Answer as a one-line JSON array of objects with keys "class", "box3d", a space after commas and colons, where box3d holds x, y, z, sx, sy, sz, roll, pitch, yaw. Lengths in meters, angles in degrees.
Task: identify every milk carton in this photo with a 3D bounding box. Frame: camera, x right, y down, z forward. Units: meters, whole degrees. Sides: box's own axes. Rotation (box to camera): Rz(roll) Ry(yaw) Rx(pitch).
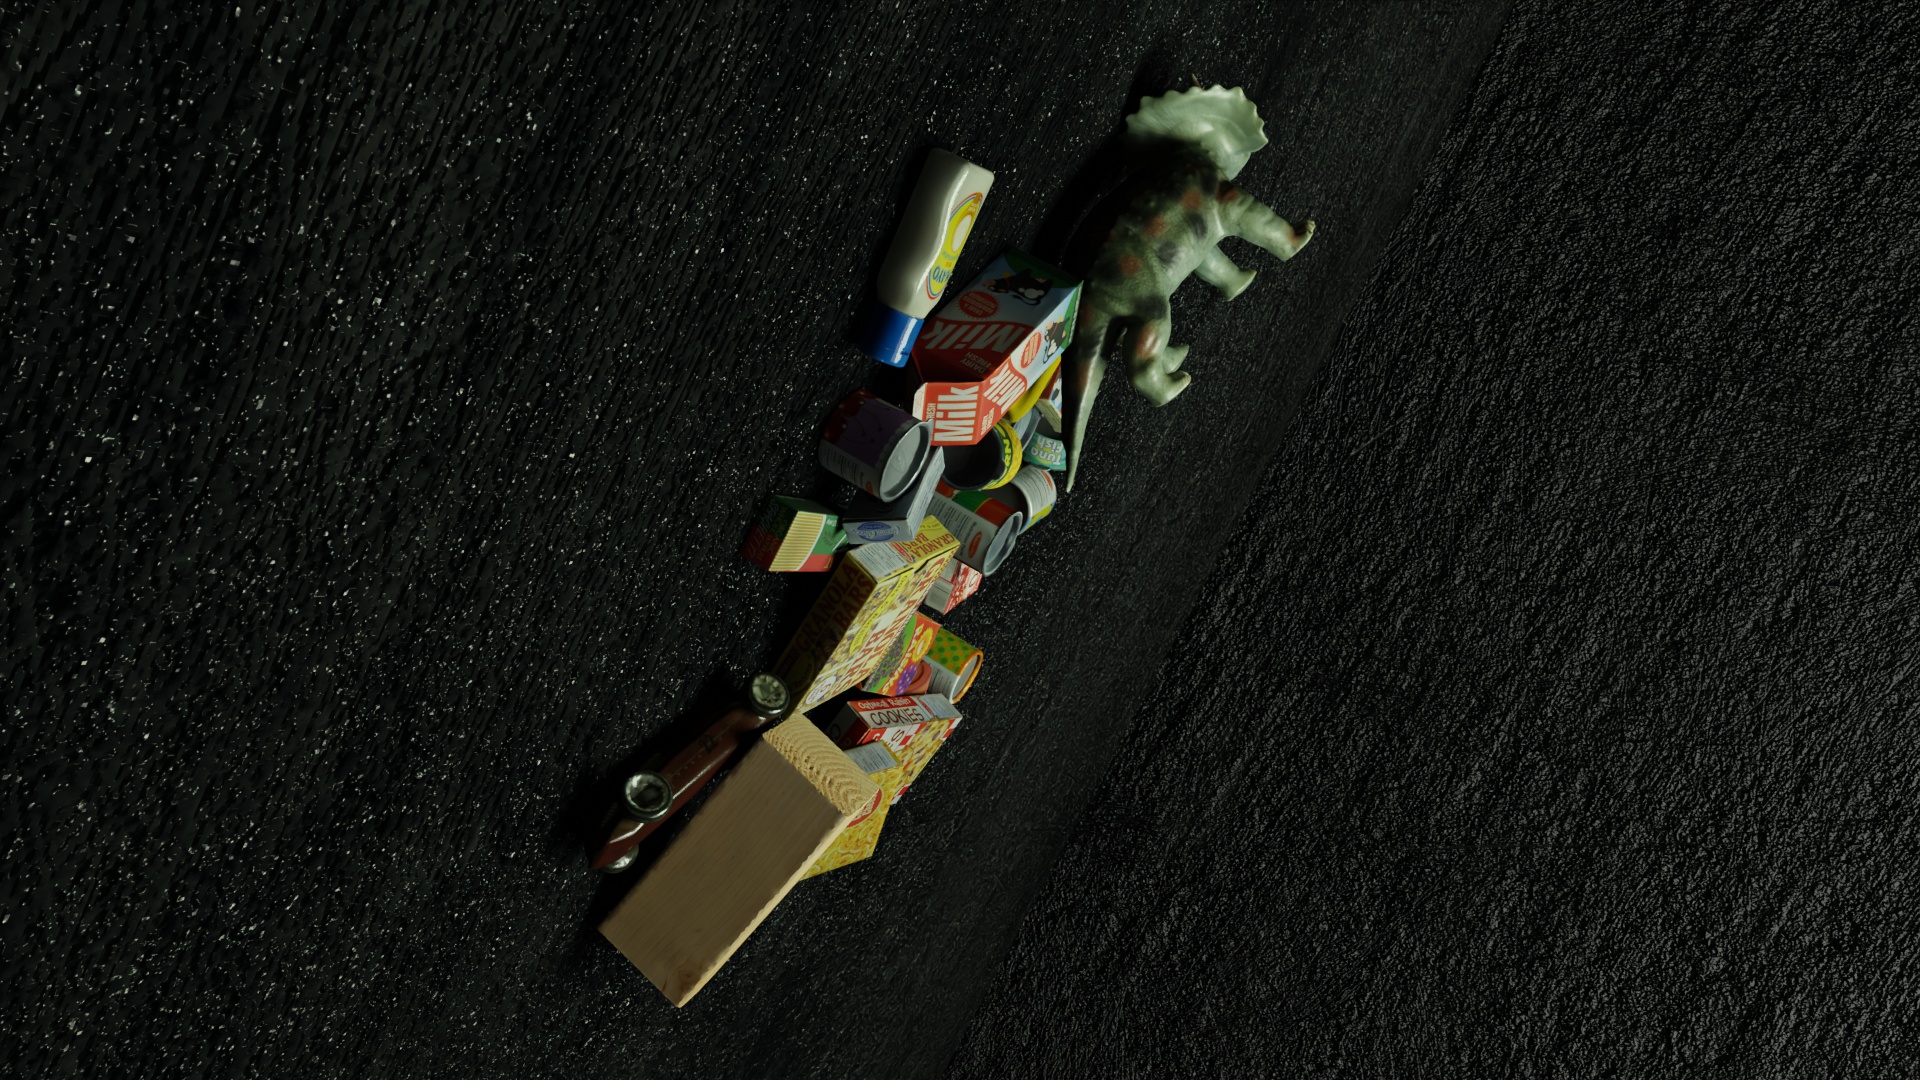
[{"class": "milk carton", "box3d": [0.016, -0.146, 1.102, 0.191, 0.073, 0.072, -49, 159, -34]}]

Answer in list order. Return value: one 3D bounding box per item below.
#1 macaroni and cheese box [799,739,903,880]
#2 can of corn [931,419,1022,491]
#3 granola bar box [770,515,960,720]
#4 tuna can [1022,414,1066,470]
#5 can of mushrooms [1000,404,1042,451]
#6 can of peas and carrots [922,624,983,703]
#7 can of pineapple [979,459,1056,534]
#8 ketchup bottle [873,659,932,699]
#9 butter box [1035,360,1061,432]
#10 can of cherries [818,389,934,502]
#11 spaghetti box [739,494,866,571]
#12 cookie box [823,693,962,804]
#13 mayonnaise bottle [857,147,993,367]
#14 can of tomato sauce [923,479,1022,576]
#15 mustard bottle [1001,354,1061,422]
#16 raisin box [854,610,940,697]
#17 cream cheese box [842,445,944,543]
[{"class": "macaroni and cheese box", "box3d": [-0.141, 0.252, 1.240, 0.167, 0.040, 0.123, -11, 133, -38]}, {"class": "can of corn", "box3d": [0.017, -0.076, 1.223, 0.071, 0.071, 0.058, -65, 163, 13]}, {"class": "granola bar box", "box3d": [-0.082, 0.064, 1.144, 0.125, 0.039, 0.164, -25, 154, -55]}, {"class": "tuna can", "box3d": [0.087, -0.100, 1.390, 0.071, 0.071, 0.032, -35, 148, -54]}, {"class": "can of mushrooms", "box3d": [0.048, -0.112, 1.317, 0.071, 0.033, 0.070, -52, 160, -27]}, {"class": "can of peas and carrots", "box3d": [-0.016, 0.131, 1.479, 0.071, 0.059, 0.070, -52, 161, -25]}, {"class": "can of pineapple", "box3d": [0.053, -0.042, 1.391, 0.058, 0.071, 0.070, -34, 148, -55]}, {"class": "ketchup bottle", "box3d": [-0.070, 0.189, 1.442, 0.065, 0.043, 0.148, -34, 150, -44]}, {"class": "butter box", "box3d": [0.095, -0.140, 1.311, 0.053, 0.024, 0.103, -71, 157, -8]}, {"class": "can of cherries", "box3d": [-0.062, -0.072, 1.026, 0.072, 0.058, 0.071, -51, 159, -28]}, {"class": "spaghetti box", "box3d": [-0.095, -0.002, 1.092, 0.050, 0.029, 0.250, -62, 163, 7]}, {"class": "cookie box", "box3d": [-0.085, 0.209, 1.347, 0.122, 0.040, 0.167, -53, 154, 17]}, {"class": "mayonnaise bottle", "box3d": [-0.026, -0.194, 0.960, 0.147, 0.041, 0.065, -66, 164, 14]}, {"class": "can of tomato sauce", "box3d": [0.005, -0.016, 1.261, 0.071, 0.083, 0.071, -52, 161, -26]}, {"class": "mustard bottle", "box3d": [0.071, -0.184, 1.243, 0.160, 0.049, 0.065, -58, 161, -12]}, {"class": "raisin box", "box3d": [-0.068, 0.101, 1.318, 0.086, 0.040, 0.123, -61, 164, -2]}, {"class": "cream cheese box", "box3d": [-0.050, -0.037, 1.069, 0.104, 0.053, 0.024, -69, 152, -51]}]
